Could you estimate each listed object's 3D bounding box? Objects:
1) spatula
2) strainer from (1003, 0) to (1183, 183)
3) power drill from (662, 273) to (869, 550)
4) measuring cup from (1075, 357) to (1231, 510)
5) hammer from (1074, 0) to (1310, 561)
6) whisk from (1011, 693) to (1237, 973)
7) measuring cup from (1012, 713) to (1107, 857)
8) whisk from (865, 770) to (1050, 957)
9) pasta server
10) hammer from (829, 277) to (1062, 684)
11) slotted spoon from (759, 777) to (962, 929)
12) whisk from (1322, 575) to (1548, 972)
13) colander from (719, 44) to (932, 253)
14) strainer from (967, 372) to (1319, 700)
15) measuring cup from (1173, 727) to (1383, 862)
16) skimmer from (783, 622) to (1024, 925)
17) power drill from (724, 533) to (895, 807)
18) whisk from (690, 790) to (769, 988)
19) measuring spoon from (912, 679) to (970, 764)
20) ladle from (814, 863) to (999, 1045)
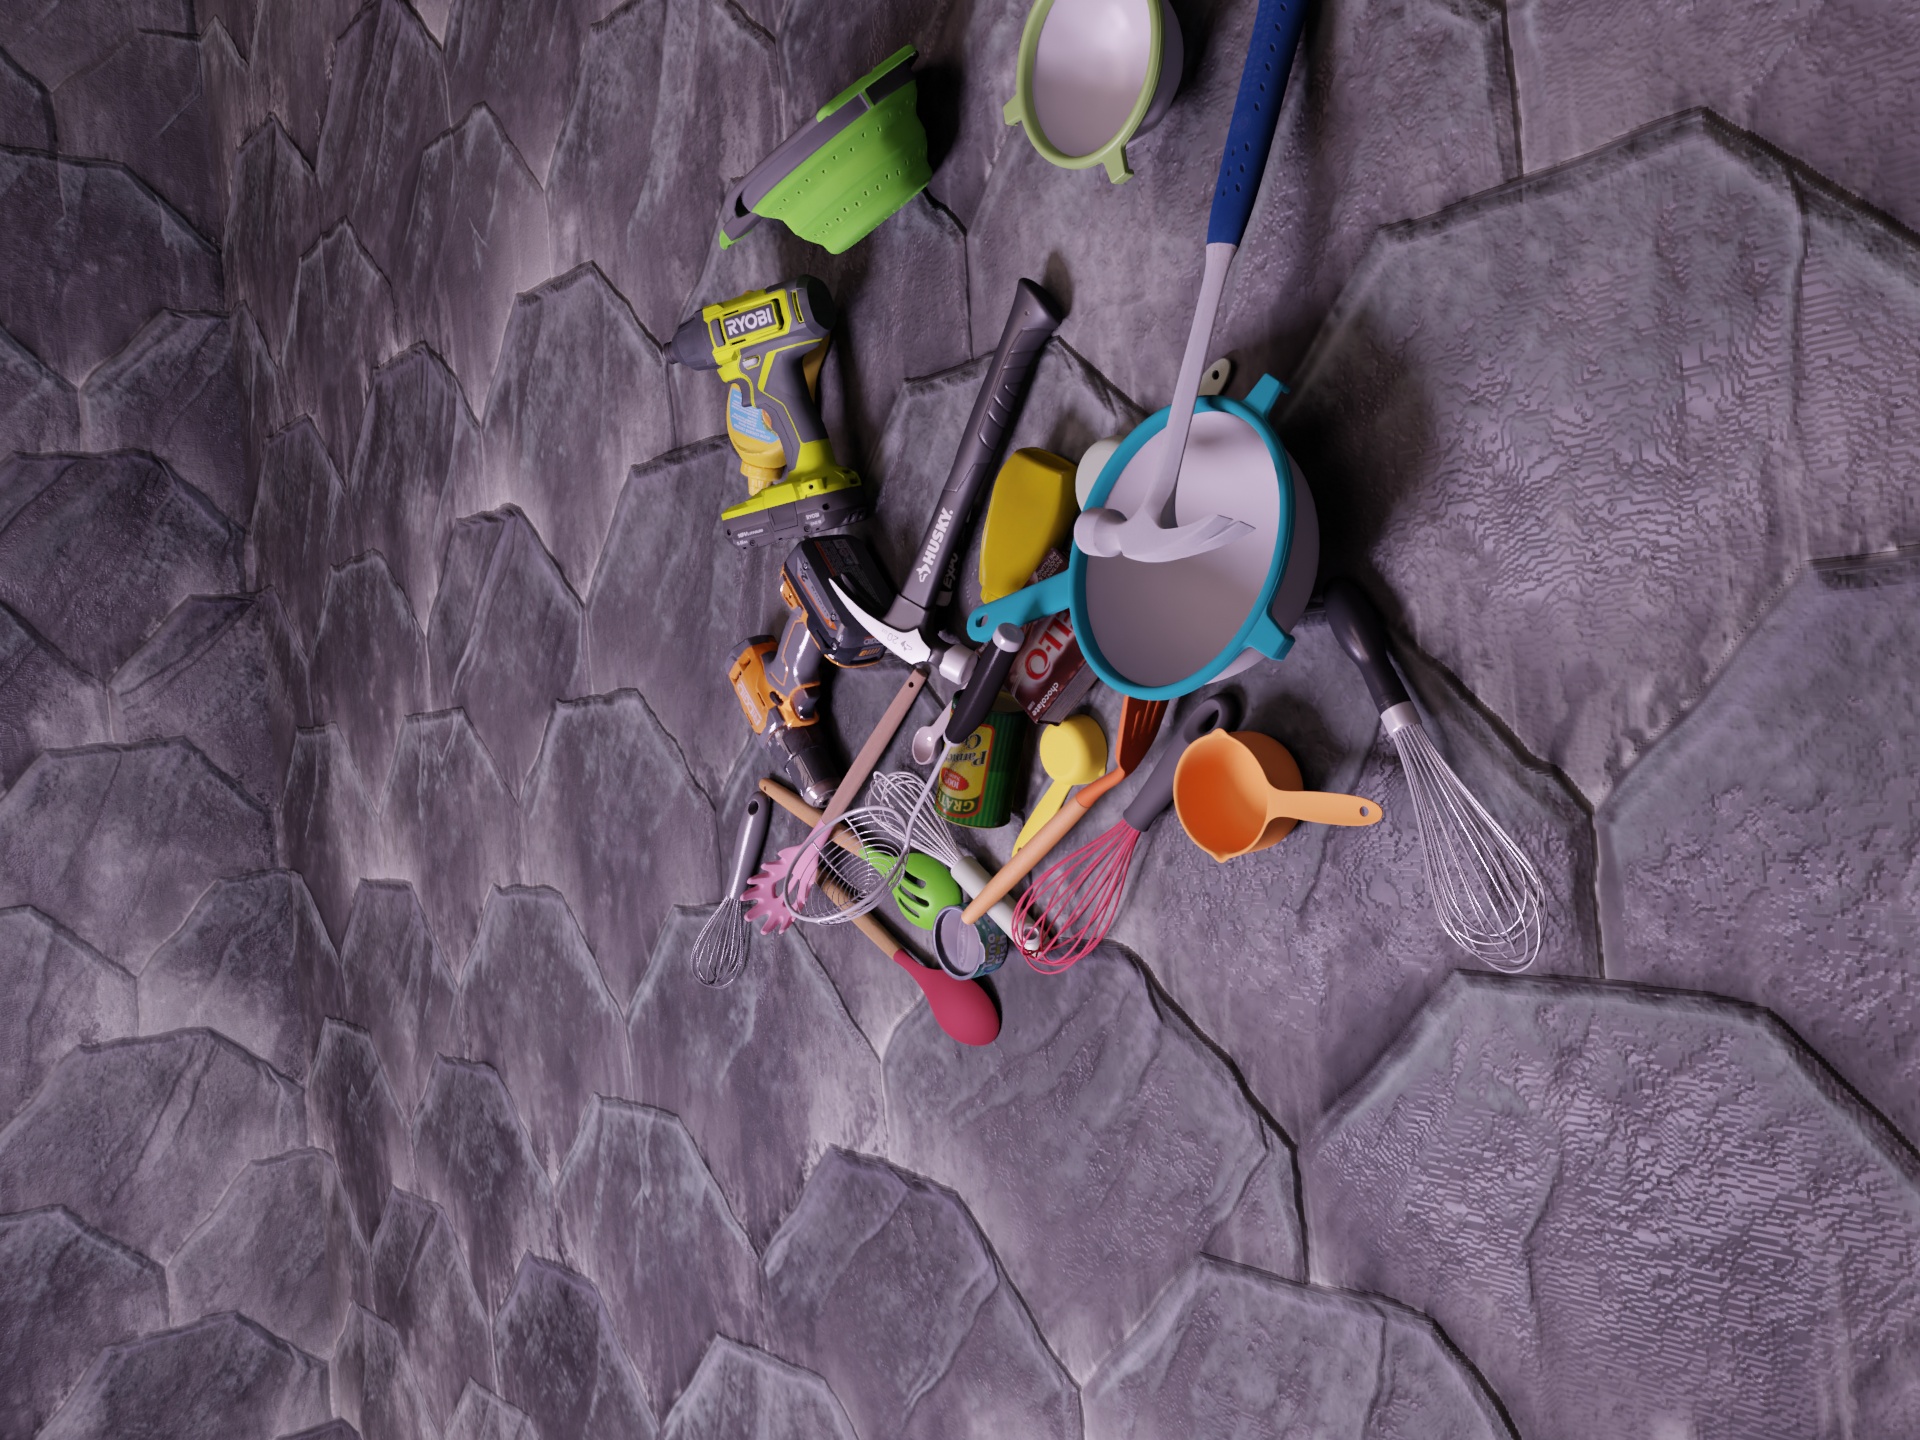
[{"bbox_3d":[0.078,0.069,1.251,0.041,0.081,0.322,49,131,10],"label":"spatula"},{"bbox_3d":[0.128,-0.519,1.130,0.152,0.069,0.256,45,126,39],"label":"strainer"},{"bbox_3d":[-0.179,-0.277,1.460,0.171,0.080,0.223,-11,97,26],"label":"power drill"},{"bbox_3d":[0.141,-0.205,1.177,0.167,0.038,0.083,-52,57,42],"label":"measuring cup"},{"bbox_3d":[0.175,-0.302,1.050,0.144,0.035,0.405,16,92,55],"label":"hammer"},{"bbox_3d":[0.124,0.091,1.228,0.073,0.073,0.295,53,125,31],"label":"whisk"},{"bbox_3d":[0.069,0.062,1.304,0.062,0.029,0.156,50,127,34],"label":"measuring cup"},{"bbox_3d":[-0.004,0.123,1.394,0.247,0.058,0.059,44,160,34],"label":"whisk"},{"bbox_3d":[-0.115,0.077,1.489,0.060,0.040,0.316,39,117,11],"label":"pasta server"},{"bbox_3d":[0.000,-0.205,1.324,0.146,0.035,0.334,31,116,16],"label":"hammer"},{"bbox_3d":[-0.107,0.117,1.524,0.314,0.031,0.070,28,116,46],"label":"slotted spoon"},{"bbox_3d":[0.297,0.027,1.018,0.070,0.070,0.285,-43,59,44],"label":"whisk"},{"bbox_3d":[-0.126,-0.460,1.417,0.094,0.204,0.397,52,160,-15],"label":"colander"},{"bbox_3d":[0.138,-0.098,1.150,0.340,0.095,0.211,-18,66,52],"label":"strainer"},{"bbox_3d":[0.229,0.053,1.101,0.174,0.052,0.095,5,98,47],"label":"measuring cup"},{"bbox_3d":[-0.052,0.041,1.294,0.127,0.090,0.363,-79,12,-45],"label":"skimmer"},{"bbox_3d":[-0.135,-0.041,1.498,0.185,0.084,0.226,61,139,22],"label":"power drill"},{"bbox_3d":[-0.238,0.180,1.675,0.055,0.055,0.239,35,116,41],"label":"whisk"},{"bbox_3d":[-0.002,-0.004,1.397,0.124,0.018,0.034,-48,47,34],"label":"measuring spoon"},{"bbox_3d":[-0.071,0.204,1.493,0.316,0.031,0.069,37,127,43],"label":"ladle"}]
